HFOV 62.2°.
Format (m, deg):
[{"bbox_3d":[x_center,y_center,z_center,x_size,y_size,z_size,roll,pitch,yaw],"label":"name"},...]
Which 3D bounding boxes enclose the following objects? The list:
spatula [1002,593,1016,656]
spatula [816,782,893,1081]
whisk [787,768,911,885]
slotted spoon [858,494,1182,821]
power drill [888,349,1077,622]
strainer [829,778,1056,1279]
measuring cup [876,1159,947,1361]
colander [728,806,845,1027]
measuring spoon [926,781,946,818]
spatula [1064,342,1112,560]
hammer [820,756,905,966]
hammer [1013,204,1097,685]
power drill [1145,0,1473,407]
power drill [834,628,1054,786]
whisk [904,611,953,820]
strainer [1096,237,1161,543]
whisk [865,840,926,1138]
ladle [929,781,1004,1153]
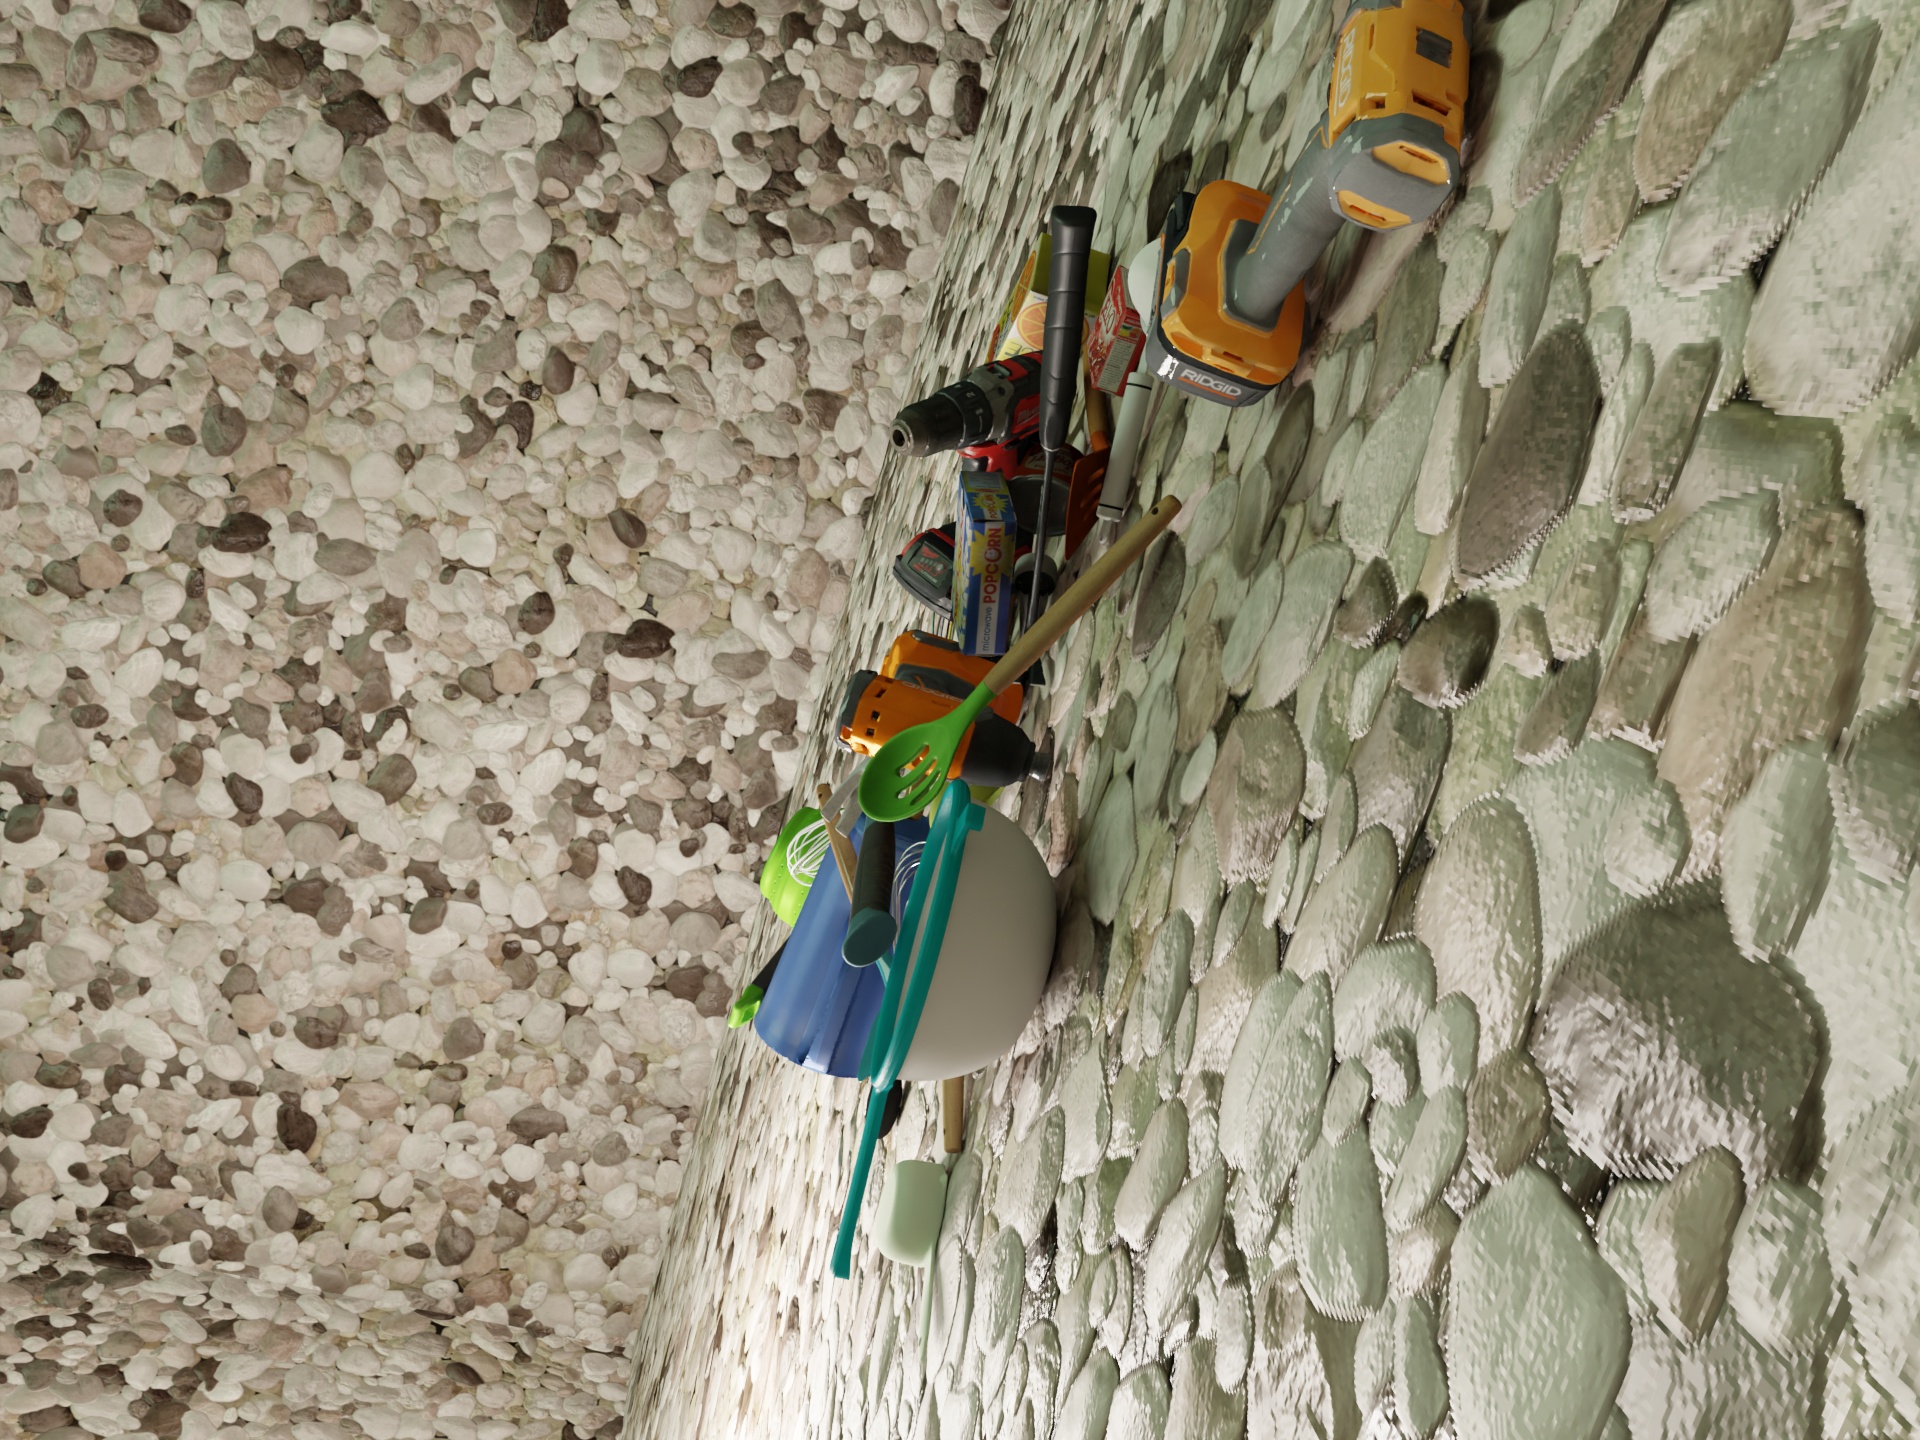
[{"bbox_3d":[0.039,-0.094,1.484,0.059,0.018,0.316,126,158,-67],"label":"spatula"},{"bbox_3d":[-0.087,0.163,1.360,0.082,0.044,0.318,-47,42,22],"label":"spatula"},{"bbox_3d":[-0.085,0.084,1.589,0.246,0.057,0.059,-40,68,21],"label":"whisk"},{"bbox_3d":[0.039,-0.039,1.089,0.313,0.031,0.070,-46,46,23],"label":"slotted spoon"},{"bbox_3d":[0.004,-0.198,1.355,0.188,0.080,0.226,-28,-34,-37],"label":"power drill"},{"bbox_3d":[-0.005,0.214,1.062,0.211,0.095,0.340,-176,101,-86],"label":"strainer"},{"bbox_3d":[-0.039,0.390,1.153,0.168,0.038,0.083,-89,17,-60],"label":"measuring cup"},{"bbox_3d":[-0.183,0.193,1.692,0.204,0.094,0.397,-68,-9,28],"label":"colander"},{"bbox_3d":[-0.018,0.087,1.560,0.034,0.018,0.124,-92,26,-58],"label":"measuring spoon"},{"bbox_3d":[0.102,-0.239,1.286,0.323,0.041,0.081,-87,1,-55],"label":"spatula"},{"bbox_3d":[-0.066,0.095,1.283,0.128,0.033,0.331,-40,18,15],"label":"hammer"},{"bbox_3d":[0.064,-0.192,1.157,0.408,0.036,0.149,93,-177,-51],"label":"hammer"},{"bbox_3d":[0.183,-0.292,0.828,0.226,0.084,0.185,133,151,-60],"label":"power drill"},{"bbox_3d":[-0.002,-0.004,1.263,0.226,0.164,0.084,-64,-9,-77],"label":"power drill"},{"bbox_3d":[-0.020,-0.023,1.504,0.047,0.051,0.245,126,160,-70],"label":"whisk"},{"bbox_3d":[0.132,-0.256,1.163,0.087,0.050,0.258,-151,72,-66],"label":"strainer"},{"bbox_3d":[-0.045,0.236,1.381,0.070,0.070,0.284,-110,31,-73],"label":"whisk"},{"bbox_3d":[0.006,0.180,1.244,0.078,0.062,0.320,122,154,-53],"label":"ladle"}]
